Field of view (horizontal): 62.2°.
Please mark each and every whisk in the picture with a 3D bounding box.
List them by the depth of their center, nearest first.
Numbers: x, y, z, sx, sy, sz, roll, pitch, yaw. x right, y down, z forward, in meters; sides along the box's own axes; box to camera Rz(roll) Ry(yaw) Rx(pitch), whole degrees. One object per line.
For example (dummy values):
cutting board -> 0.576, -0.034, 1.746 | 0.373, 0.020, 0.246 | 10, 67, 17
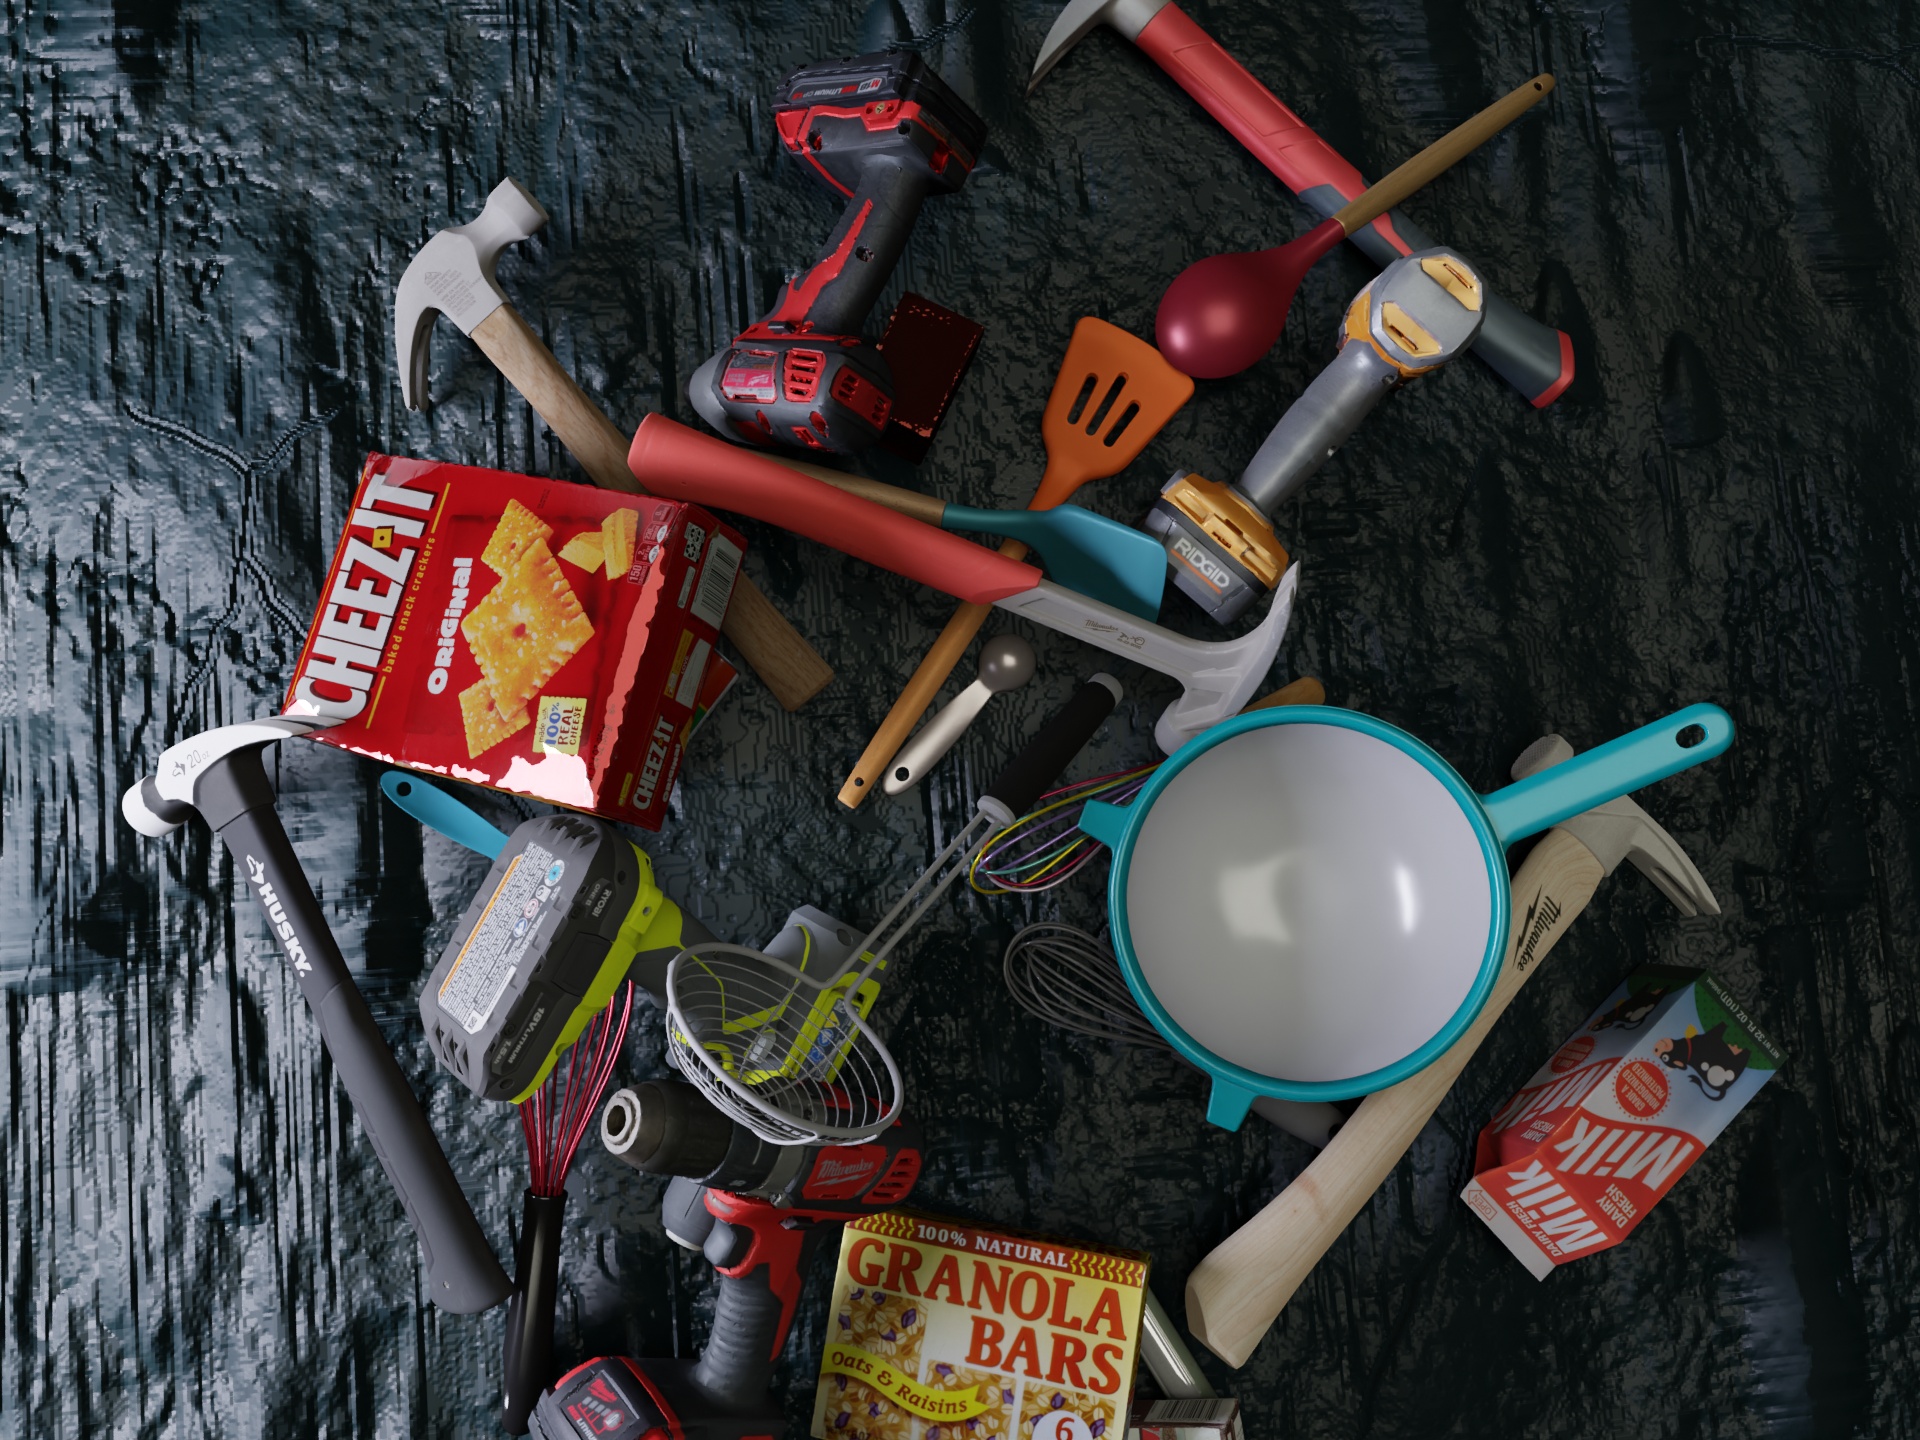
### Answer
whisk -> -0.221, 0.235, 0.858 | 0.073, 0.073, 0.296 | 7, 88, -6
whisk -> 0.148, 0.410, 0.890 | 0.058, 0.059, 0.246 | -34, 84, 18
whisk -> 0.128, 0.187, 0.913 | 0.239, 0.055, 0.055 | 31, 80, -7
whisk -> 0.110, 0.037, 0.936 | 0.245, 0.051, 0.047 | -27, 108, -14

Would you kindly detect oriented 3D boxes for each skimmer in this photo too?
skimmer -> -0.008, 0.072, 0.818 | 0.127, 0.090, 0.363 | 37, 55, 10

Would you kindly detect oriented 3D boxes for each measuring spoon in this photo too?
measuring spoon -> -0.269, 0.064, 0.895 | 0.128, 0.021, 0.042 | 30, 84, 6
measuring spoon -> -0.001, -0.003, 0.932 | 0.034, 0.018, 0.124 | 43, 81, -1

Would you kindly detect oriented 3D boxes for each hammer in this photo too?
hammer -> -0.318, 0.153, 0.828 | 0.146, 0.035, 0.335 | -28, 88, 28
hammer -> -0.005, -0.091, 0.857 | 0.359, 0.149, 0.037 | 22, 51, -1
hammer -> -0.194, -0.138, 0.907 | 0.130, 0.031, 0.331 | -40, 94, 7
hammer -> 0.277, 0.201, 0.914 | 0.146, 0.038, 0.411 | 43, 74, -2
hammer -> 0.220, -0.323, 0.989 | 0.386, 0.038, 0.143 | 42, 81, -1

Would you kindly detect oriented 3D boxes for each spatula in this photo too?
spatula -> -0.037, -0.118, 0.905 | 0.317, 0.082, 0.044 | 15, 48, 7
spatula -> 0.021, -0.087, 0.934 | 0.081, 0.041, 0.322 | 33, 81, 2

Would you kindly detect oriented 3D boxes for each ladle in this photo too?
ladle -> 0.245, -0.307, 0.957 | 0.315, 0.031, 0.069 | -37, 88, -13

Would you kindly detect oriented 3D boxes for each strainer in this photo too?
strainer -> 0.250, 0.073, 0.878 | 0.340, 0.095, 0.211 | -25, 81, 9

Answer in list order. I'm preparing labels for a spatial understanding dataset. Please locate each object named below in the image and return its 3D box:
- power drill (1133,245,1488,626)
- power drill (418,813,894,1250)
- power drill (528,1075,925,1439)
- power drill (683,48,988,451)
power drill -> 0.199, -0.166, 0.920 | 0.084, 0.185, 0.226 | 41, 99, -1
power drill -> -0.153, 0.163, 0.817 | 0.228, 0.080, 0.190 | 36, 79, -42
power drill -> -0.130, 0.281, 0.794 | 0.187, 0.080, 0.226 | 24, 93, -45
power drill -> -0.079, -0.258, 0.904 | 0.078, 0.143, 0.220 | 27, 78, -49
